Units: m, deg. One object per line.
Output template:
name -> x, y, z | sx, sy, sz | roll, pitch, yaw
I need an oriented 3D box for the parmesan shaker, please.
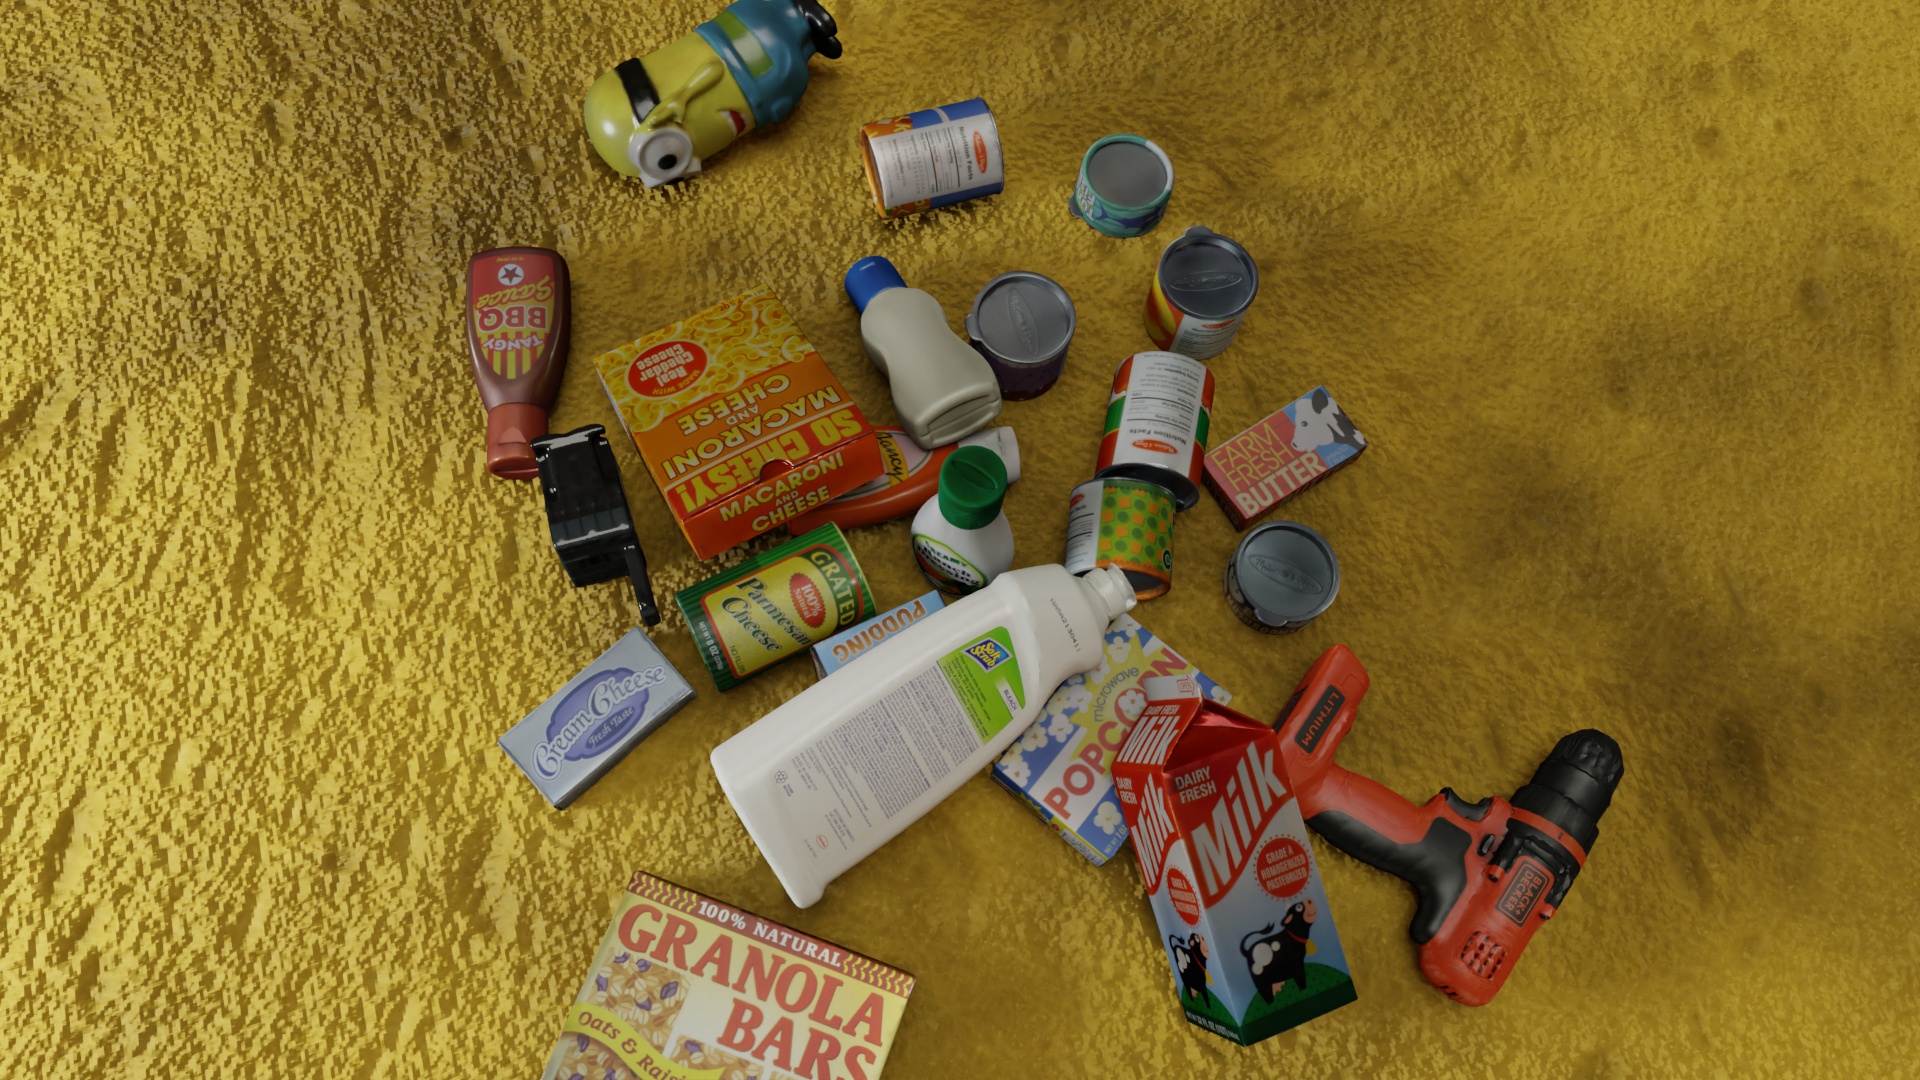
parmesan shaker -> -0.108, 0.042, 0.823 | 0.103, 0.071, 0.071 | -26, 73, -12

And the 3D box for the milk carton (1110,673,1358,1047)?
milk carton -> 0.141, 0.165, 0.759 | 0.073, 0.072, 0.190 | -16, 86, -18

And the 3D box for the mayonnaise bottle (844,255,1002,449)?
mayonnaise bottle -> -0.030, -0.124, 0.882 | 0.065, 0.041, 0.148 | -26, 53, -6

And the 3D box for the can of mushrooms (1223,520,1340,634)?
can of mushrooms -> 0.199, 0.026, 0.866 | 0.071, 0.033, 0.071 | 2, 69, -4

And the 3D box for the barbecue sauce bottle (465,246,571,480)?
barbecue sauce bottle -> -0.280, -0.113, 0.881 | 0.065, 0.043, 0.149 | -4, 70, -6

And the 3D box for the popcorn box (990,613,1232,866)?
popcorn box -> 0.089, 0.116, 0.821 | 0.085, 0.038, 0.127 | 38, 71, 10

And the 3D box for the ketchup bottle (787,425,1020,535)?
ketchup bottle -> -0.038, -0.044, 0.871 | 0.149, 0.043, 0.065 | -8, 61, -8

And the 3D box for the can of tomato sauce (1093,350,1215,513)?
can of tomato sauce -> 0.123, -0.067, 0.879 | 0.071, 0.071, 0.083 | 12, 66, 1

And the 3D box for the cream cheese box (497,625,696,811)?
cream cheese box -> -0.211, 0.104, 0.813 | 0.104, 0.024, 0.053 | -41, 77, -17

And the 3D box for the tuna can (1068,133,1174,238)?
tuna can -> 0.111, -0.246, 0.964 | 0.071, 0.032, 0.071 | 1, 69, -4

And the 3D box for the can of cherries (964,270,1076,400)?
can of cherries -> 0.036, -0.132, 0.902 | 0.071, 0.058, 0.071 | 1, 70, -4

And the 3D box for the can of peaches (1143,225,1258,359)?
can of peaches -> 0.158, -0.163, 0.923 | 0.071, 0.058, 0.071 | 1, 69, -3

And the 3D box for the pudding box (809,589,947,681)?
pudding box -> -0.045, 0.066, 0.826 | 0.084, 0.049, 0.030 | -24, 70, -12

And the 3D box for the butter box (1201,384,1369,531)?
butter box -> 0.208, -0.054, 0.902 | 0.104, 0.024, 0.053 | -31, 74, -15

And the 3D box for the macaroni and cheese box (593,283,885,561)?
macaroni and cheese box -> -0.138, -0.077, 0.847 | 0.124, 0.040, 0.167 | -27, 50, -12

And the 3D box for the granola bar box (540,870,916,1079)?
granola bar box -> -0.123, 0.266, 0.749 | 0.166, 0.039, 0.124 | 20, 70, 4

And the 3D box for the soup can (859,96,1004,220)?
soup can -> -0.020, -0.259, 0.945 | 0.084, 0.071, 0.071 | -15, 71, -9

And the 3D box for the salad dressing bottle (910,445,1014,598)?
salad dressing bottle -> 0.003, -0.010, 0.805 | 0.064, 0.147, 0.044 | 32, 71, 8

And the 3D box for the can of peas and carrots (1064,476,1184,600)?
can of peas and carrots -> 0.100, 0.001, 0.852 | 0.071, 0.070, 0.059 | 7, 70, -1
